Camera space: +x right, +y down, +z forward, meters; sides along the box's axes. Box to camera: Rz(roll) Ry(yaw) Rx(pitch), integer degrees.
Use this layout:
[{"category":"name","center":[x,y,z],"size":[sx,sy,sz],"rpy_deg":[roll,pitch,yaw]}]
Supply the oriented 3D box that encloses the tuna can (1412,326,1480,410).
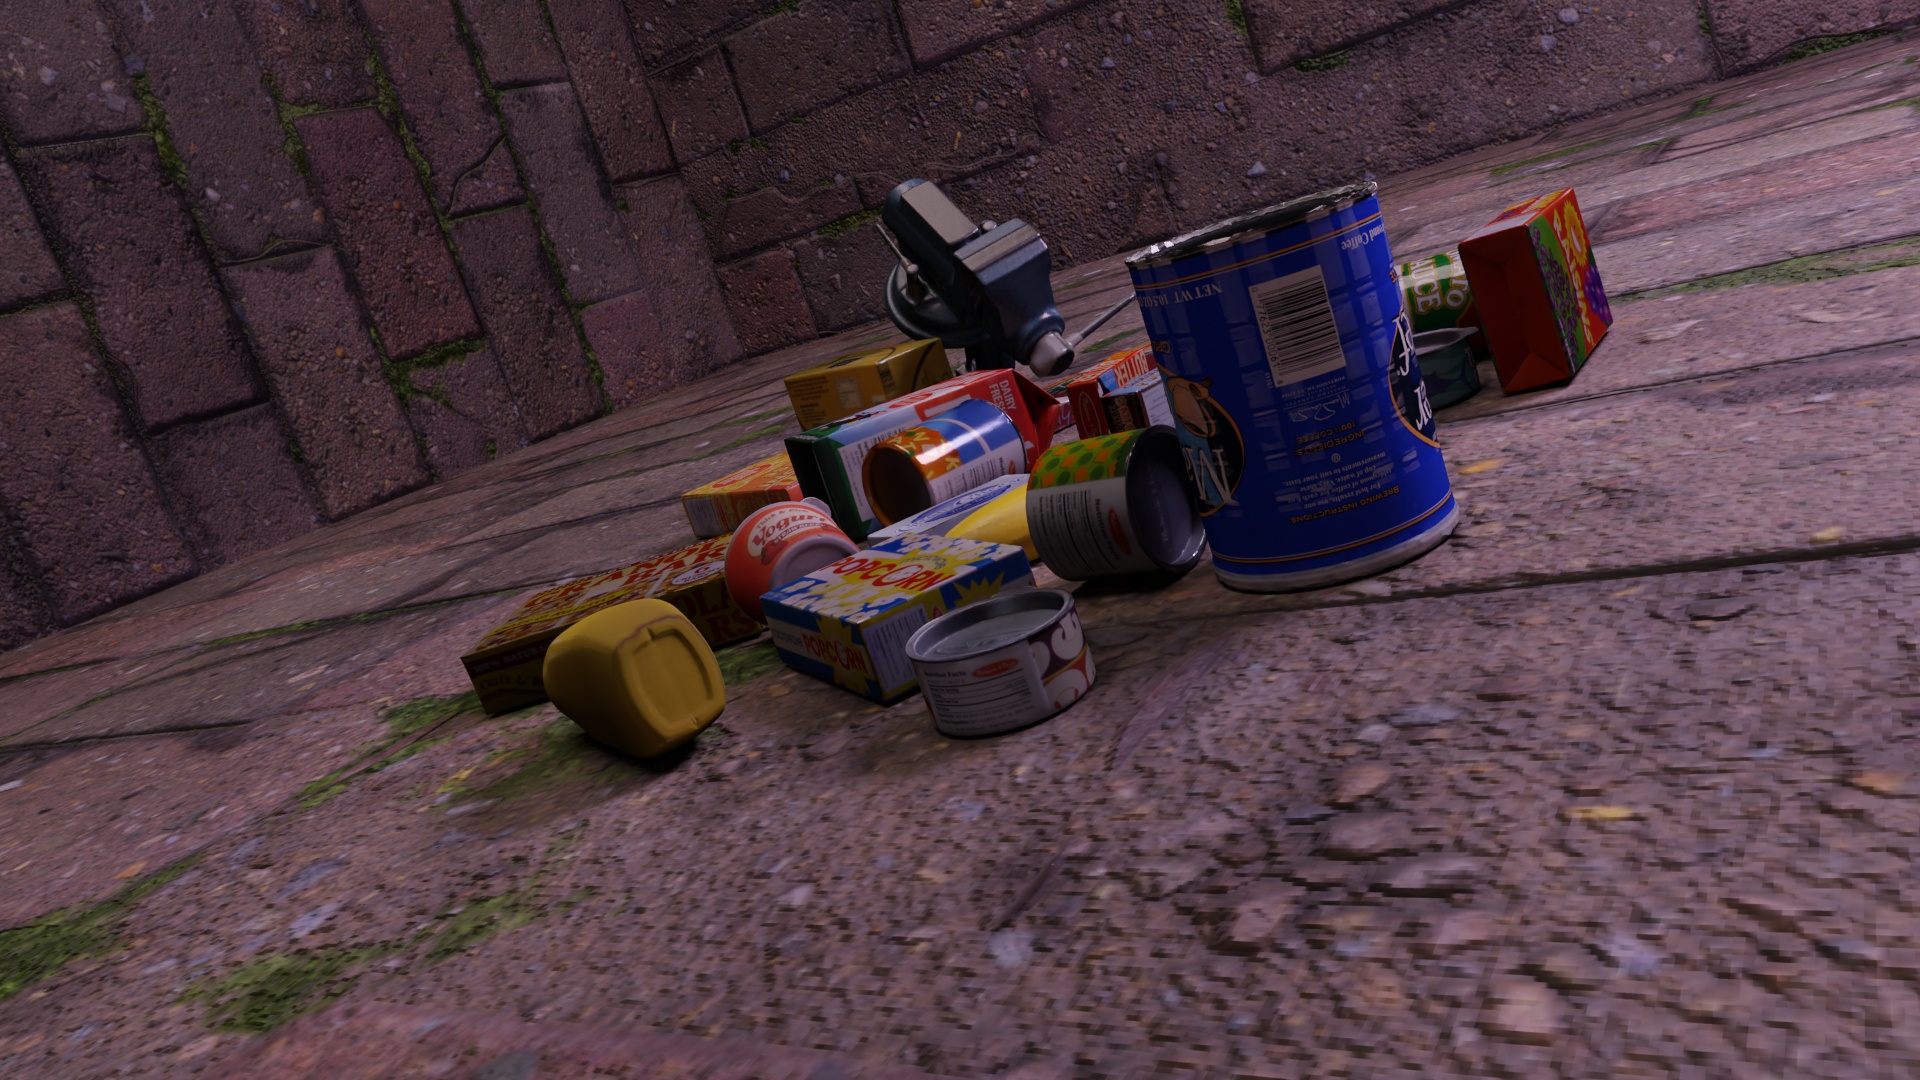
[{"category":"tuna can","center":[0.258,-0.095,0.780],"size":[0.071,0.032,0.071],"rpy_deg":[-17,13,4]}]

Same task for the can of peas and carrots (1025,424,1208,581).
[{"category":"can of peas and carrots","center":[0.073,-0.017,0.631],"size":[0.058,0.071,0.071],"rpy_deg":[-8,16,42]}]

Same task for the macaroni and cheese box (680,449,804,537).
[{"category":"macaroni and cheese box","center":[-0.125,-0.043,1.083],"size":[0.124,0.040,0.166],"rpy_deg":[-28,16,-35]}]

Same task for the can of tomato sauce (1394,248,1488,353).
[{"category":"can of tomato sauce","center":[0.292,-0.144,0.860],"size":[0.083,0.071,0.071],"rpy_deg":[-14,13,22]}]

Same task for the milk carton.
[{"category":"milk carton","center":[-0.014,-0.067,0.952],"size":[0.191,0.073,0.072],"rpy_deg":[-22,13,-18]}]

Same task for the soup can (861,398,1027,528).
[{"category":"soup can","center":[-0.012,-0.046,0.867],"size":[0.084,0.071,0.071],"rpy_deg":[-29,16,-39]}]

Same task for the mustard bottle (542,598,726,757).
[{"category":"mustard bottle","center":[-0.159,0.061,0.636],"size":[0.049,0.065,0.160],"rpy_deg":[-30,13,-29]}]

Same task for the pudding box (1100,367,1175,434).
[{"category":"pudding box","center":[0.129,-0.081,0.866],"size":[0.030,0.049,0.084],"rpy_deg":[-2,21,47]}]

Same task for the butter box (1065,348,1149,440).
[{"category":"butter box","center":[0.105,-0.094,0.949],"size":[0.024,0.053,0.104],"rpy_deg":[-9,15,29]}]

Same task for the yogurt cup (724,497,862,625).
[{"category":"yogurt cup","center":[-0.081,0.018,0.711],"size":[0.072,0.072,0.054],"rpy_deg":[-23,21,-21]}]

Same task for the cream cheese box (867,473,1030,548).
[{"category":"cream cheese box","center":[0.003,-0.010,0.797],"size":[0.104,0.024,0.053],"rpy_deg":[-25,13,-28]}]

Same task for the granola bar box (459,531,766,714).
[{"category":"granola bar box","center":[-0.185,0.042,0.807],"size":[0.165,0.039,0.124],"rpy_deg":[-17,13,6]}]

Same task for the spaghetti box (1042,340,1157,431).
[{"category":"spaghetti box","center":[0.092,-0.115,1.109],"size":[0.251,0.028,0.050],"rpy_deg":[-27,15,-36]}]

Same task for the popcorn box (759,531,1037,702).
[{"category":"popcorn box","center":[-0.030,0.031,0.633],"size":[0.085,0.038,0.126],"rpy_deg":[-23,13,-24]}]

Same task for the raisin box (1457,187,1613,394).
[{"category":"raisin box","center":[0.319,-0.140,0.765],"size":[0.040,0.086,0.124],"rpy_deg":[-15,12,39]}]

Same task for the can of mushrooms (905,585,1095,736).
[{"category":"can of mushrooms","center":[0.016,0.044,0.524],"size":[0.071,0.033,0.071],"rpy_deg":[-18,12,4]}]
